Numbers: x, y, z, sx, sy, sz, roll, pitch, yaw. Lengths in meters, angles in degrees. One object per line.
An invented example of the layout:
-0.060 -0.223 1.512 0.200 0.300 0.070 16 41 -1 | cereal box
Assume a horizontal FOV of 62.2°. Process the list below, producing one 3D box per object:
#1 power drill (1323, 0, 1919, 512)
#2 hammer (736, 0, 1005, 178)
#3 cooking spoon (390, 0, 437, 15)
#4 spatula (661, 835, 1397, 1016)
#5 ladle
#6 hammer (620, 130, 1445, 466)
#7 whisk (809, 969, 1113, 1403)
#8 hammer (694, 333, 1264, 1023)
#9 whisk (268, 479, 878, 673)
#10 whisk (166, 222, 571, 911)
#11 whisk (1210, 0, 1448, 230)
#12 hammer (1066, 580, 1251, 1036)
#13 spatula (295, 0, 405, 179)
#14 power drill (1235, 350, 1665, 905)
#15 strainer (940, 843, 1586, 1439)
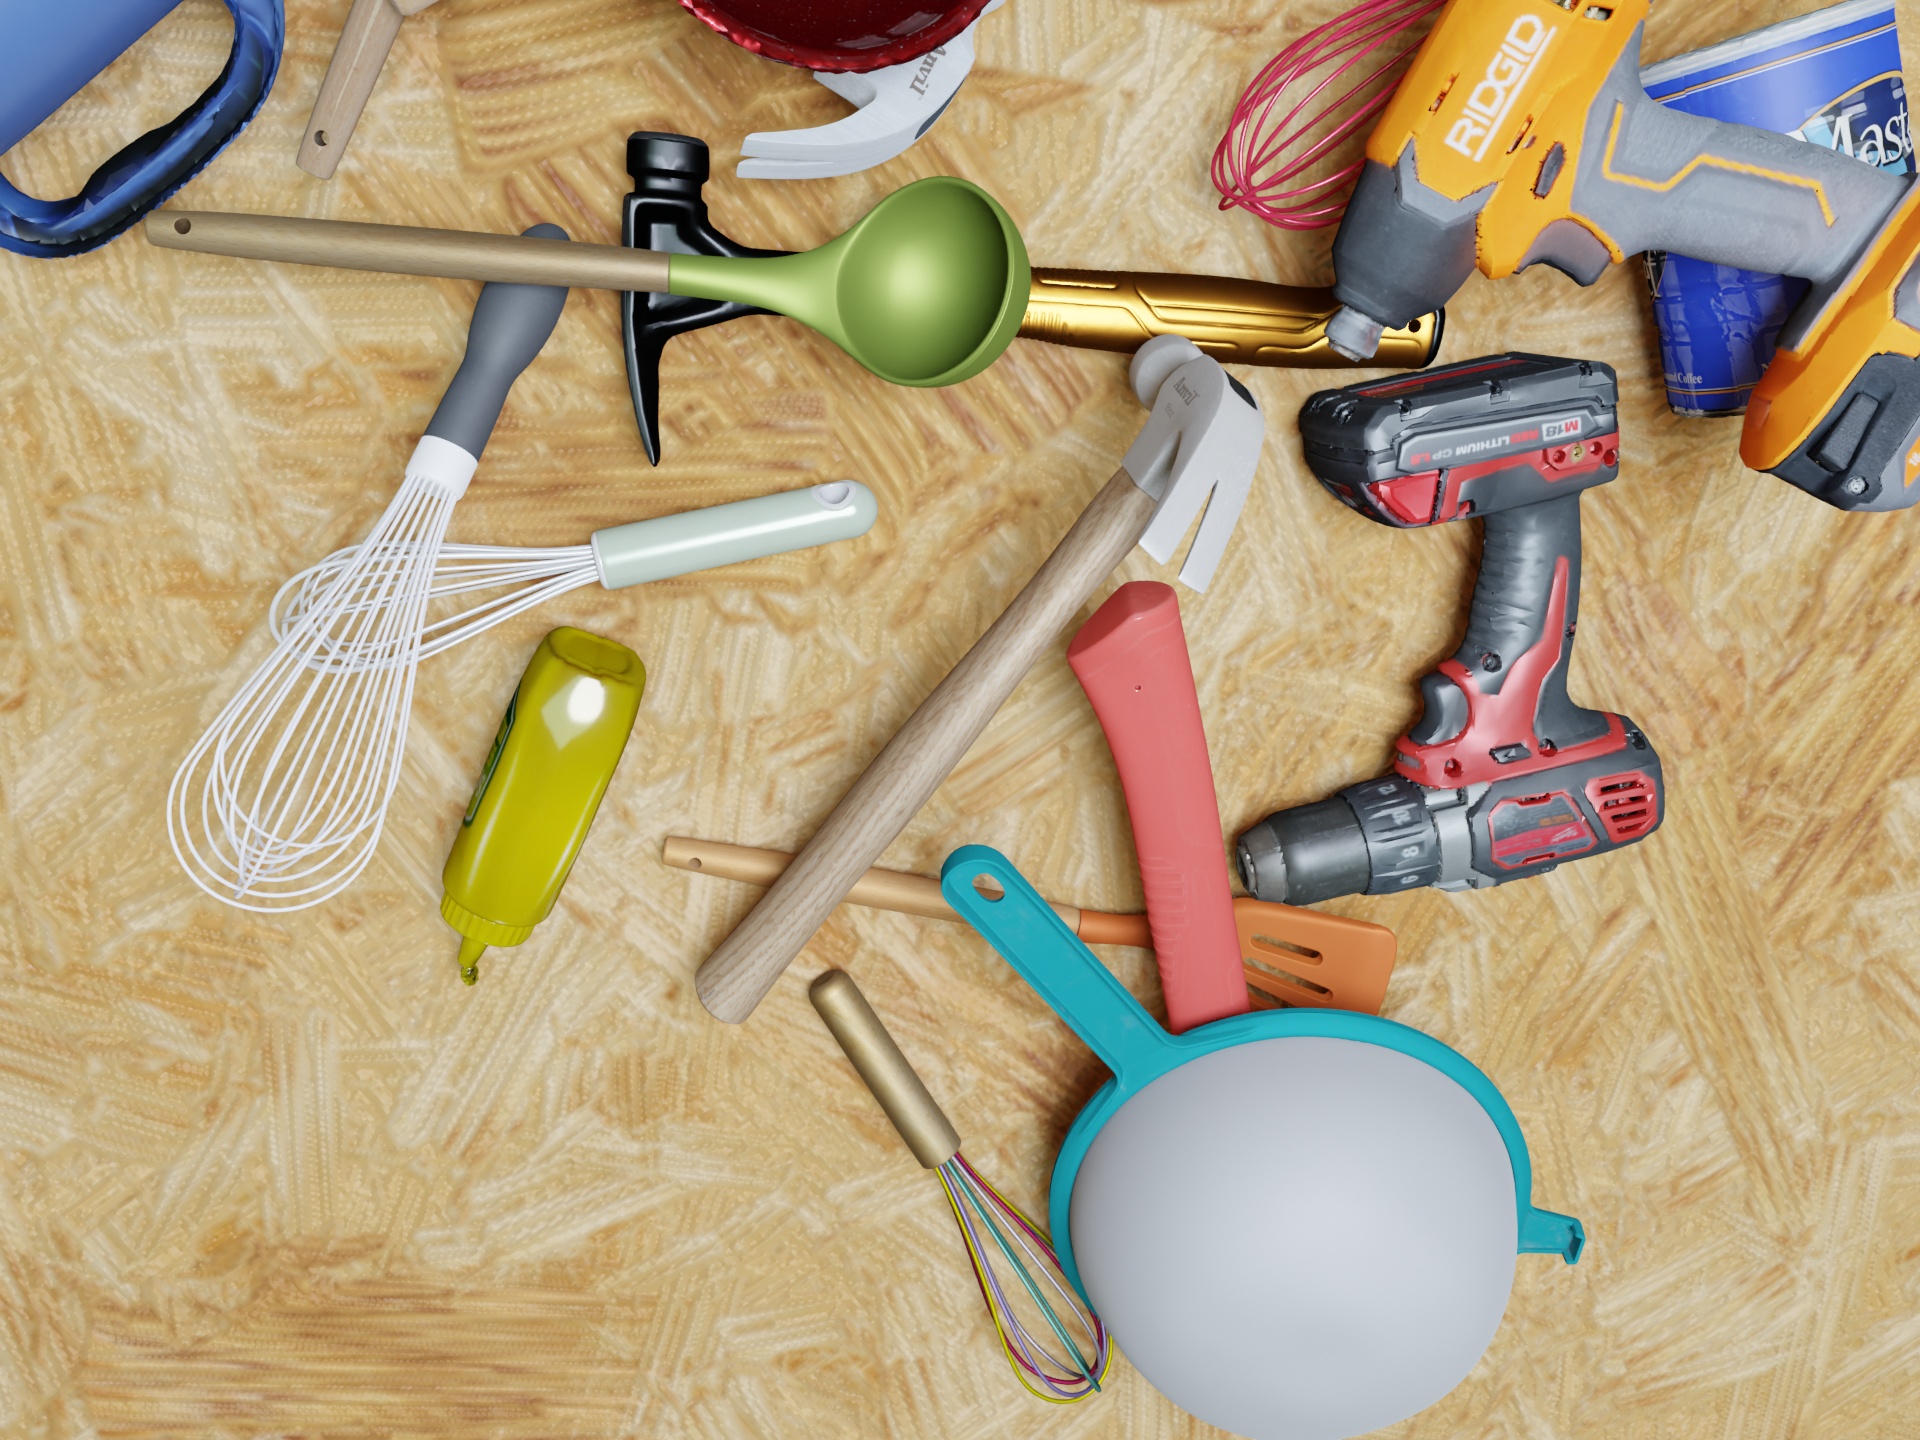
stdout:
0.251 -0.165 0.571 0.226 0.084 0.164 31 110 3 | power drill
-0.147 -0.312 0.581 0.331 0.033 0.128 28 79 -9 | hammer
-0.068 -0.338 0.572 0.319 0.017 0.068 -37 104 -12 | cooking spoon
0.029 0.090 0.702 0.322 0.041 0.081 11 114 -8 | spatula
-0.134 -0.169 0.580 0.320 0.062 0.078 4 89 -6 | ladle
0.033 -0.161 0.649 0.337 0.034 0.127 1 102 -8 | hammer
0.001 0.218 0.729 0.047 0.051 0.245 -31 102 6 | whisk
-0.001 -0.002 0.624 0.031 0.130 0.331 33 108 -21 | hammer
-0.153 -0.062 0.646 0.246 0.058 0.059 -13 139 -7 | whisk
-0.206 -0.066 0.587 0.070 0.070 0.285 23 74 -12 | whisk
0.218 -0.293 0.631 0.296 0.073 0.073 -40 105 -3 | whisk
0.113 0.110 0.679 0.149 0.037 0.358 -10 115 6 | hammer
-0.155 -0.328 0.533 0.059 0.018 0.316 27 106 -16 | spatula
0.200 -0.030 0.682 0.188 0.080 0.226 -13 107 -4 | power drill
0.104 0.187 0.644 0.211 0.095 0.340 -35 112 17 | strainer
